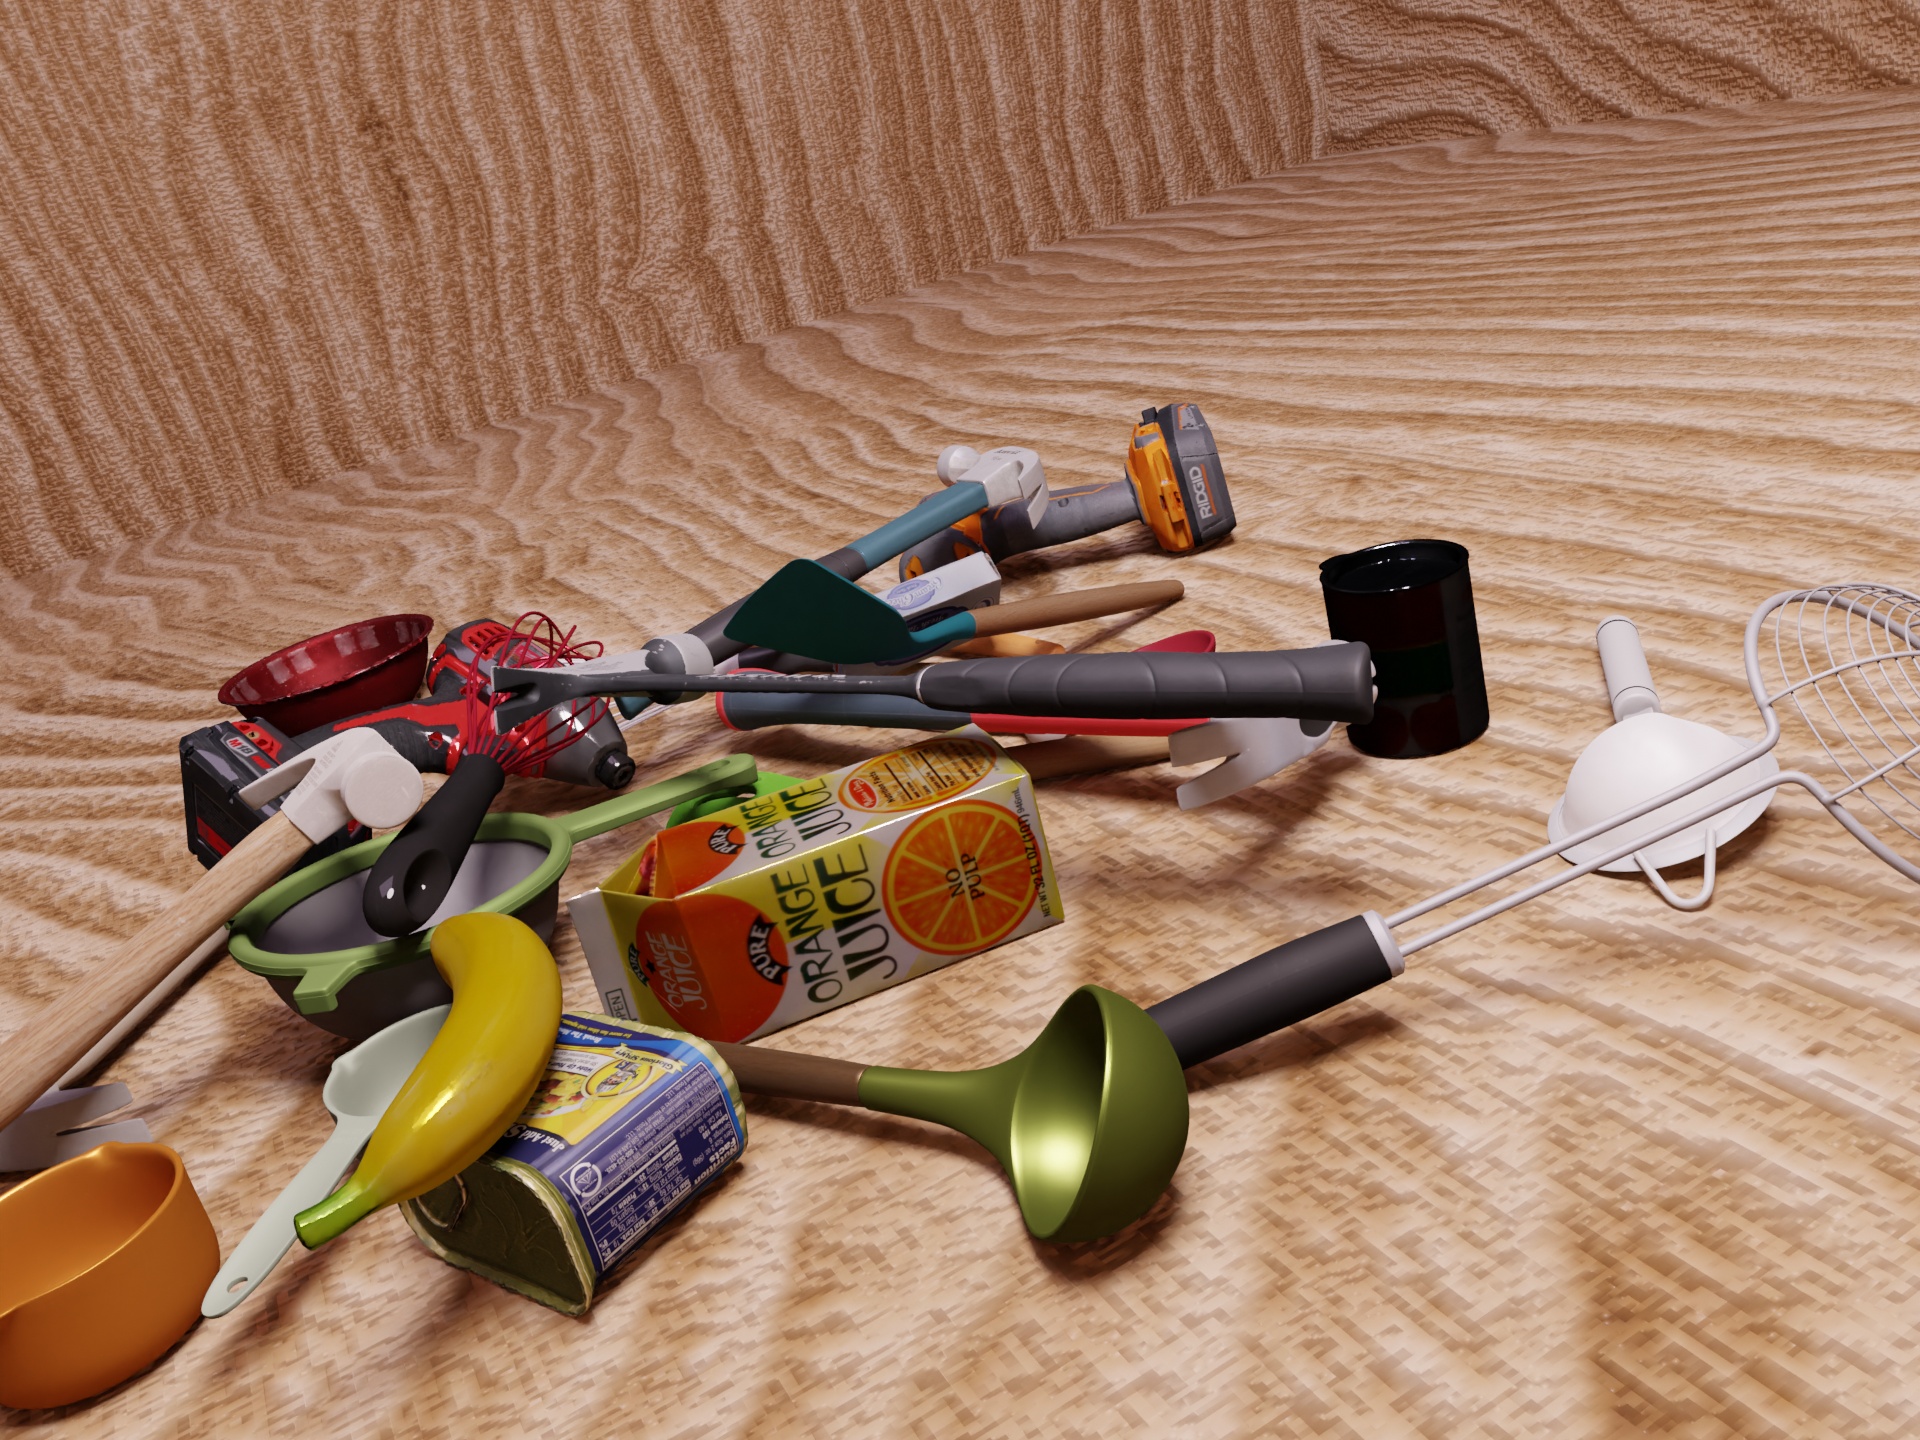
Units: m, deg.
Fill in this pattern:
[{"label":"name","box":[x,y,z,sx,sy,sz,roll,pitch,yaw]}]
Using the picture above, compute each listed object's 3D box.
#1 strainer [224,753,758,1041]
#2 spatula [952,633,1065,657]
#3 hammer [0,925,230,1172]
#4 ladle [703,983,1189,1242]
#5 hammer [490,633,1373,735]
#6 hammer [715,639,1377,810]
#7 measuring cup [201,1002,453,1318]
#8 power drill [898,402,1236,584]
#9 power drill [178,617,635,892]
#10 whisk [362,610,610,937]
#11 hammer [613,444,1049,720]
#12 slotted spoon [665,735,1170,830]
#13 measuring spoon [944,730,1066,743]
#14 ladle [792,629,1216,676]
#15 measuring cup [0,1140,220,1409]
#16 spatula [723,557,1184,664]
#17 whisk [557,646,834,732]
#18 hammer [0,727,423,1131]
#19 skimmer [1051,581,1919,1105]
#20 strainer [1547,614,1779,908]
[{"label":"strainer","box":[-0.202,0.085,0.748,0.256,0.069,0.152,-21,21,-32]},{"label":"spatula","box":[-0.055,-0.057,1.054,0.323,0.041,0.081,13,35,43]},{"label":"hammer","box":[-0.393,0.102,0.866,0.146,0.038,0.411,-8,22,13]},{"label":"ladle","box":[-0.060,0.125,0.565,0.320,0.062,0.078,-2,68,38]},{"label":"hammer","box":[-0.024,-0.016,0.674,0.409,0.036,0.149,1,8,33]},{"label":"hammer","box":[-0.001,-0.003,0.788,0.386,0.038,0.143,2,18,42]},{"label":"measuring cup","box":[-0.218,0.168,0.590,0.083,0.038,0.168,-7,25,19]},{"label":"power drill","box":[0.069,-0.151,1.123,0.226,0.084,0.164,-16,21,8]},{"label":"power drill","box":[-0.292,0.026,0.868,0.143,0.078,0.219,33,40,22]},{"label":"whisk","box":[-0.222,0.018,0.756,0.073,0.073,0.296,-12,23,7]},{"label":"hammer","box":[-0.077,-0.091,0.972,0.331,0.033,0.128,-33,29,-29]},{"label":"slotted spoon","box":[-0.007,0.027,0.809,0.314,0.031,0.070,-9,18,11]},{"label":"measuring spoon","box":[0.012,-0.006,0.870,0.124,0.018,0.034,1,62,43]},{"label":"ladle","box":[0.011,-0.025,0.924,0.315,0.031,0.069,1,33,39]},{"label":"measuring cup","box":[-0.347,0.208,0.557,0.173,0.052,0.095,-17,22,0]},{"label":"spatula","box":[0.019,-0.067,0.894,0.317,0.044,0.082,-12,-18,-42]},{"label":"whisk","box":[-0.171,-0.025,0.987,0.284,0.070,0.070,-11,22,10]},{"label":"hammer","box":[-0.365,0.123,0.656,0.331,0.031,0.130,-45,25,-17]},{"label":"skimmer","box":[0.205,0.060,0.554,0.363,0.090,0.127,-25,64,5]},{"label":"strainer","box":[0.285,-0.003,0.673,0.087,0.050,0.258,-22,14,24]}]
